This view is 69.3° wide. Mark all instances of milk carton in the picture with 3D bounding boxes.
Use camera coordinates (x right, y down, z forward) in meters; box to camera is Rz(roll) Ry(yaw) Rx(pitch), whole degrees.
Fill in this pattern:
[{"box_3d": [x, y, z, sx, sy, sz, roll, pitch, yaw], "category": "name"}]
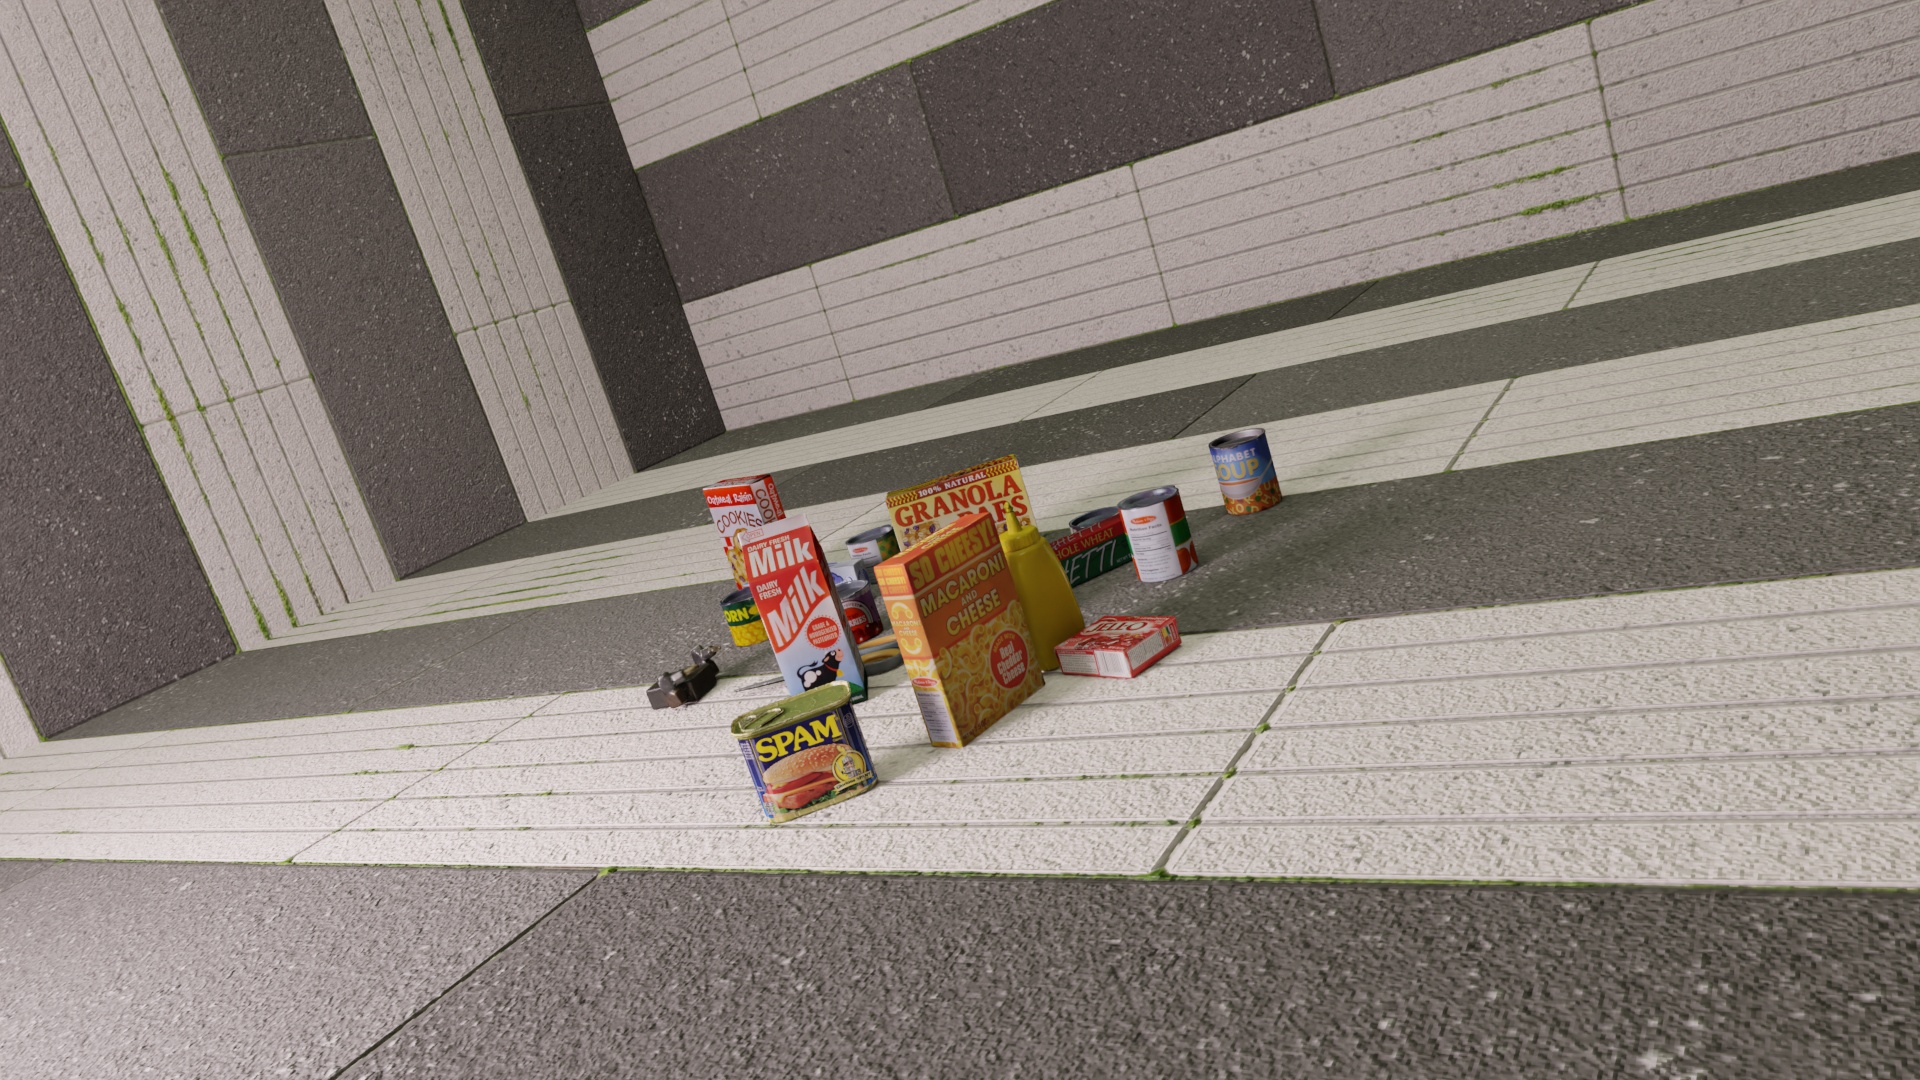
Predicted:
[{"box_3d": [-0.154, 0.071, 1.361, 0.072, 0.190, 0.073, -18, 12, 0], "category": "milk carton"}]

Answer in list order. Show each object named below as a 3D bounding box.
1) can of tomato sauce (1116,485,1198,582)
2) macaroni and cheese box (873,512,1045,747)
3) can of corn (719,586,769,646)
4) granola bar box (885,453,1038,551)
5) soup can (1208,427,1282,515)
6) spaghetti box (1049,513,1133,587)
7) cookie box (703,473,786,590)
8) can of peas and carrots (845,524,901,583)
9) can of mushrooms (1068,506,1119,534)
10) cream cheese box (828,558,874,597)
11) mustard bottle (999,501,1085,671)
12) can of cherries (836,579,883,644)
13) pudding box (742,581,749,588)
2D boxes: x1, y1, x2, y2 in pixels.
[{"box_3d": [0.207, -0.007, 1.448, 0.071, 0.083, 0.071, -17, 13, 4], "category": "can of tomato sauce"}, {"box_3d": [0.001, 0.075, 1.192, 0.040, 0.166, 0.124, -6, 17, 42], "category": "macaroni and cheese box"}, {"box_3d": [-0.257, 0.092, 1.706, 0.071, 0.058, 0.071, -17, 13, 4], "category": "can of corn"}, {"box_3d": [0.006, -0.021, 1.682, 0.165, 0.124, 0.039, -17, 12, 4], "category": "granola bar box"}, {"box_3d": [0.325, -0.078, 1.586, 0.071, 0.083, 0.071, -17, 13, 4], "category": "soup can"}, {"box_3d": [0.137, 0.016, 1.521, 0.251, 0.050, 0.028, -23, 13, -22], "category": "spaghetti box"}, {"box_3d": [-0.277, -0.003, 1.889, 0.040, 0.167, 0.123, -28, 16, -38], "category": "cookie box"}, {"box_3d": [-0.109, 0.018, 1.817, 0.071, 0.058, 0.071, -17, 13, 4], "category": "can of peas and carrots"}, {"box_3d": [0.163, -0.013, 1.644, 0.071, 0.033, 0.071, -17, 13, 4], "category": "can of mushrooms"}, {"box_3d": [-0.159, 0.056, 1.740, 0.103, 0.053, 0.024, -8, 16, 36], "category": "cream cheese box"}, {"box_3d": [0.066, 0.038, 1.275, 0.065, 0.160, 0.049, -25, 14, -29], "category": "mustard bottle"}, {"box_3d": [-0.127, 0.084, 1.568, 0.071, 0.058, 0.071, -17, 13, 4], "category": "can of cherries"}, {"box_3d": [-0.235, 0.069, 1.796, 0.083, 0.049, 0.030, -9, 15, 33], "category": "pudding box"}]
